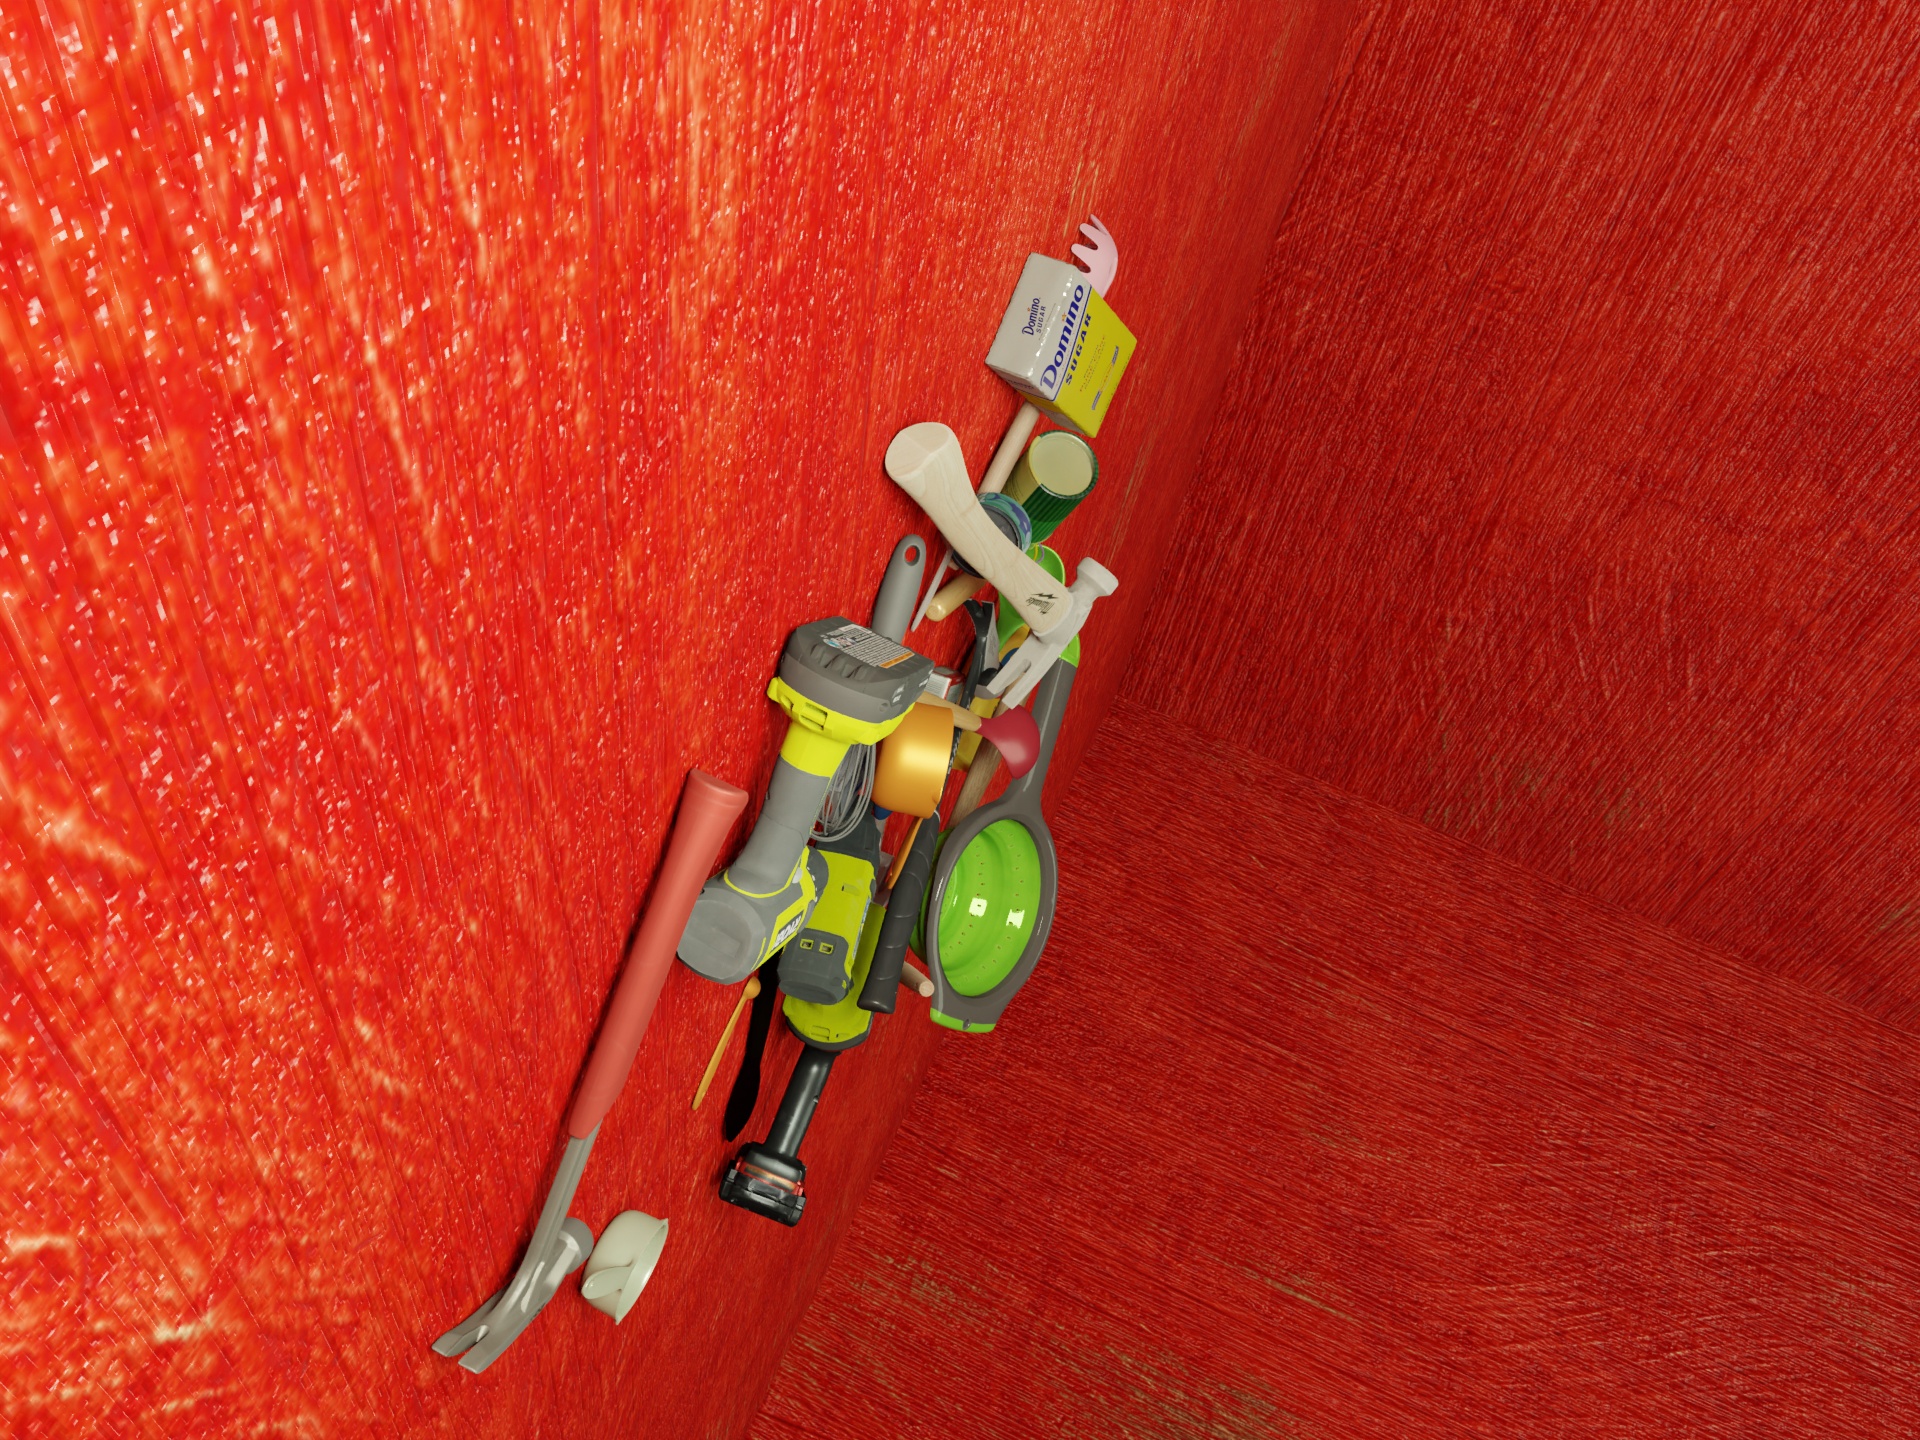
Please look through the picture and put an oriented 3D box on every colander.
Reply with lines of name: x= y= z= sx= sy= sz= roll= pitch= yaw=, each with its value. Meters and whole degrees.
colander: x=0.023 y=0.093 z=1.527 sx=0.204 sy=0.094 sz=0.397 roll=26 pitch=78 yaw=-53

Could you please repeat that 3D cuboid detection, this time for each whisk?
whisk: x=0.019 y=-0.140 z=1.442 sx=0.245 sy=0.051 sz=0.047 roll=-45 pitch=136 yaw=-58
whisk: x=-0.070 y=-0.023 z=1.173 sx=0.055 sy=0.055 sz=0.239 roll=-11 pitch=119 yaw=-80

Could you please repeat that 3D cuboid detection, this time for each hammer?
hammer: x=-0.207 y=0.198 z=0.933 sx=0.149 sy=0.037 sz=0.359 roll=-29 pitch=142 yaw=-76
hammer: x=0.021 y=-0.118 z=1.215 sx=0.146 sy=0.038 sz=0.410 roll=-51 pitch=158 yaw=1
hammer: x=-0.071 y=0.084 z=1.470 sx=0.405 sy=0.035 sz=0.144 roll=103 pitch=14 yaw=-50
hammer: x=-0.022 y=0.071 z=1.381 sx=0.149 sy=0.036 sz=0.409 roll=84 pitch=18 yaw=-53
hammer: x=0.018 y=0.056 z=1.599 sx=0.130 sy=0.031 sz=0.331 roll=-21 pitch=137 yaw=-66

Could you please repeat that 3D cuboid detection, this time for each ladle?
ladle: x=-0.002 y=-0.004 z=1.331 sx=0.315 sy=0.031 sz=0.069 roll=22 pitch=67 yaw=-59

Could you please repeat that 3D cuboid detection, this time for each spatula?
spatula: x=-0.058 y=0.223 z=1.452 sx=0.316 sy=0.018 sz=0.060 roll=171 pitch=-71 yaw=-79

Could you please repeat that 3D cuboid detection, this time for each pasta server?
pasta server: x=0.057 y=-0.274 z=1.344 sx=0.316 sy=0.040 sz=0.060 roll=-63 pitch=172 yaw=3

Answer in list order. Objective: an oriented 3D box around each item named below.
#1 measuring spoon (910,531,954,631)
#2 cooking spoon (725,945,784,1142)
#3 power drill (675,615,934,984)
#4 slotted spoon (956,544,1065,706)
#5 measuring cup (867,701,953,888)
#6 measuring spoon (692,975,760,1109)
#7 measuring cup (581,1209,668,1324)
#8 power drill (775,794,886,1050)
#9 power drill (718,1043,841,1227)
measuring spoon: x=-0.023 y=-0.124 z=1.300 sx=0.124 sy=0.018 sz=0.034 roll=-64 pitch=174 yaw=35
cooking spoon: x=-0.176 y=0.273 z=1.382 sx=0.069 sy=0.017 sz=0.318 roll=-62 pitch=171 yaw=-45
power drill: x=-0.101 y=0.051 z=1.062 sx=0.228 sy=0.080 sz=0.190 roll=-66 pitch=172 yaw=13
slotted spoon: x=0.017 y=-0.050 z=1.600 sx=0.314 sy=0.070 sz=0.031 roll=-59 pitch=-168 yaw=-24
measuring cup: x=-0.053 y=0.062 z=1.244 sx=0.095 sy=0.052 sz=0.173 roll=-93 pitch=-160 yaw=-56
measuring spoon: x=-0.189 y=0.264 z=1.294 sx=0.021 sy=0.011 sz=0.117 roll=64 pitch=49 yaw=-79
measuring cup: x=-0.257 y=0.393 z=1.145 sx=0.167 sy=0.038 sz=0.083 roll=71 pitch=43 yaw=-75
power drill: x=-0.102 y=0.176 z=1.341 sx=0.223 sy=0.080 sz=0.171 roll=96 pitch=8 yaw=-62
power drill: x=-0.154 y=0.361 z=1.546 sx=0.188 sy=0.080 sz=0.227 roll=126 pitch=-14 yaw=-78
